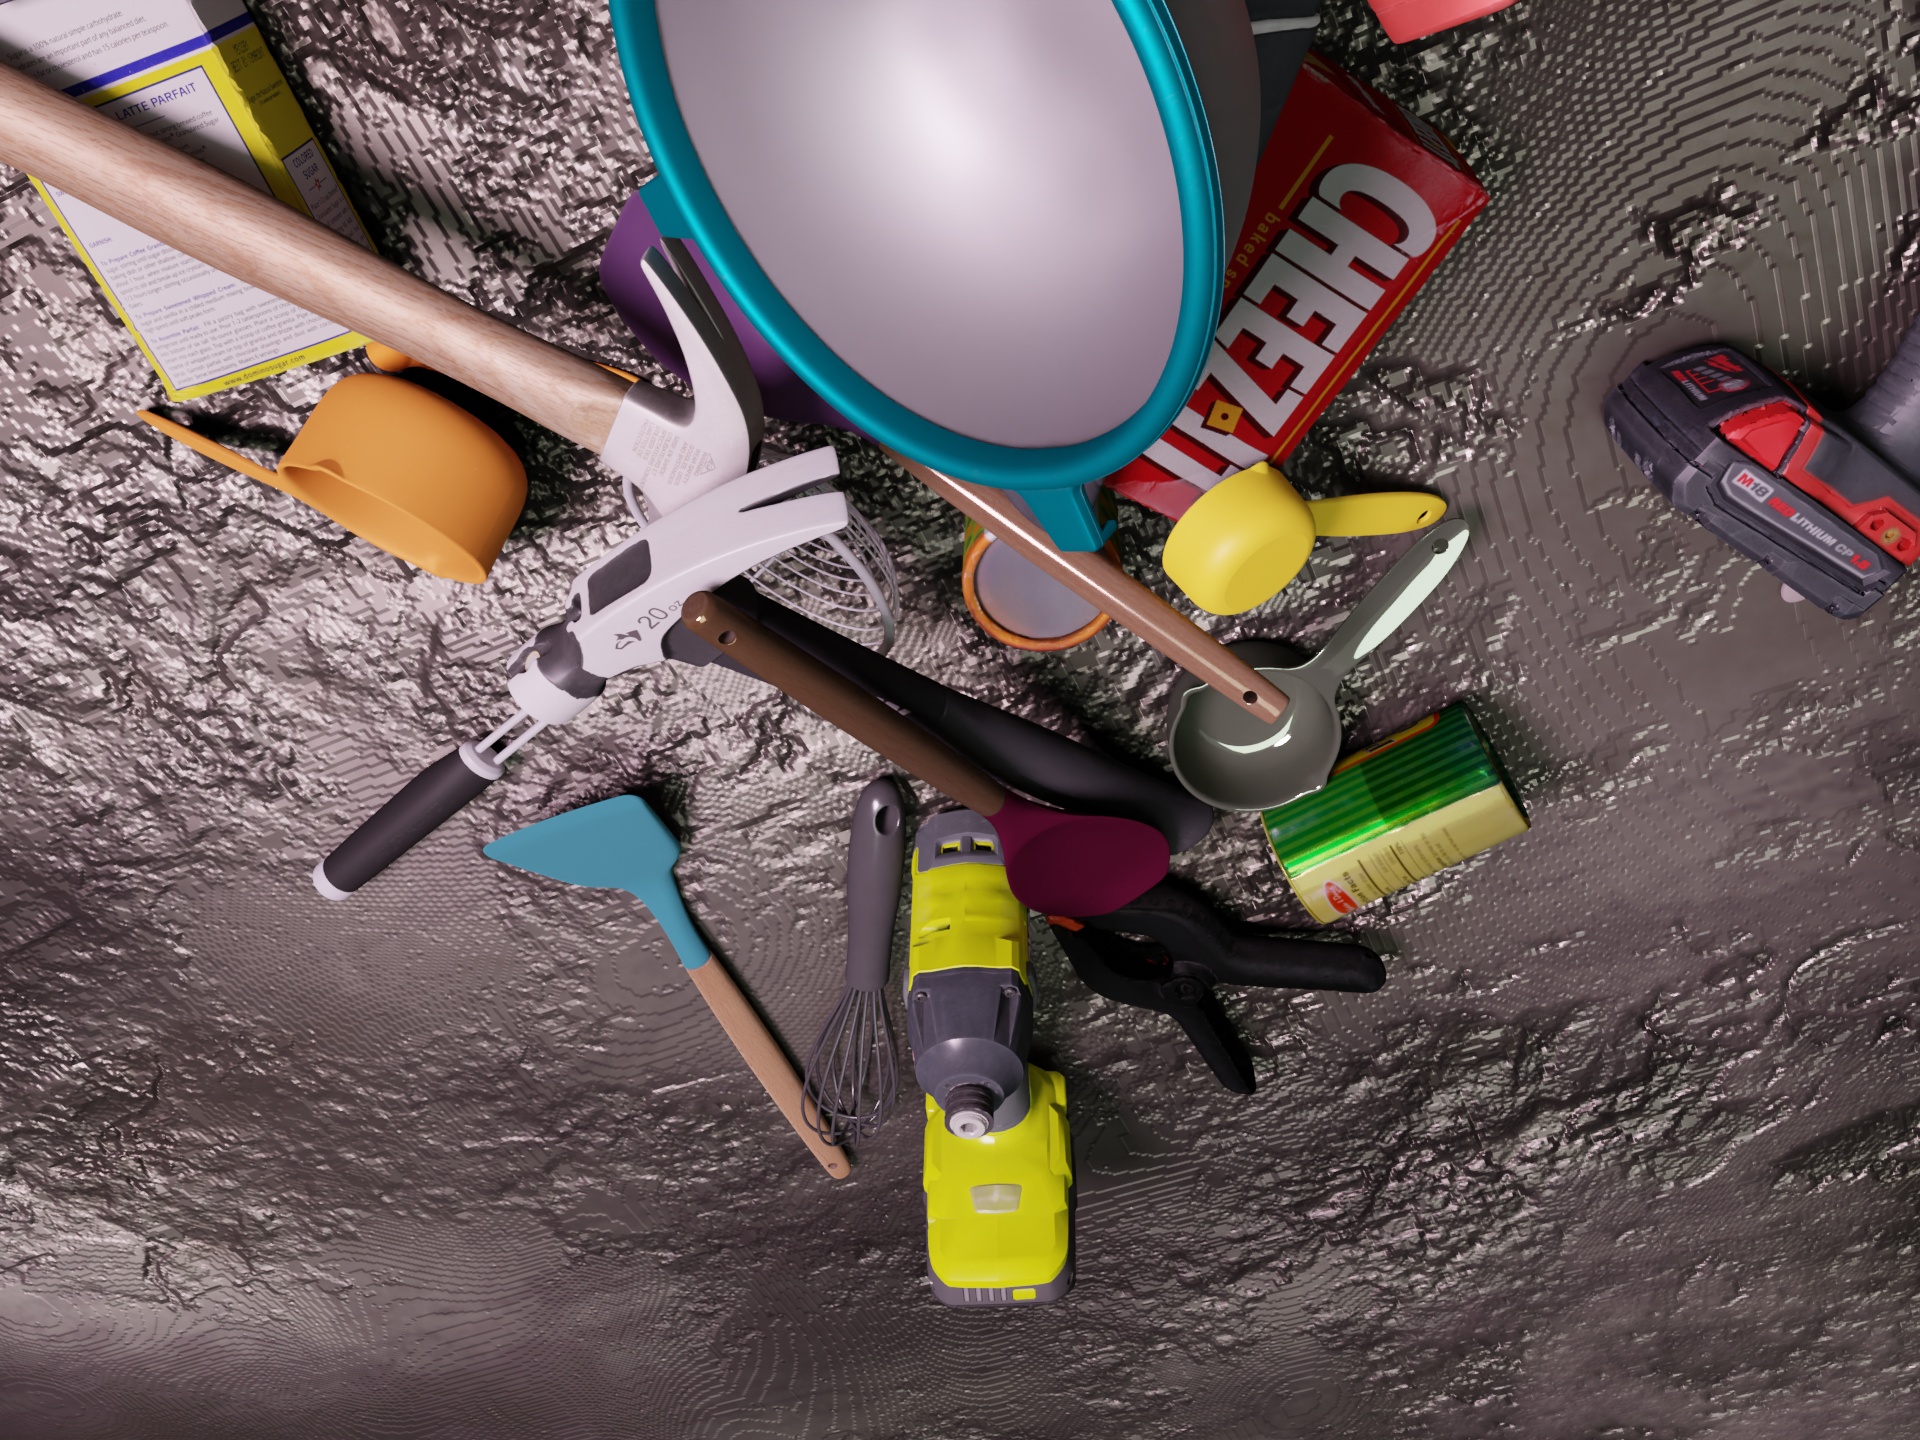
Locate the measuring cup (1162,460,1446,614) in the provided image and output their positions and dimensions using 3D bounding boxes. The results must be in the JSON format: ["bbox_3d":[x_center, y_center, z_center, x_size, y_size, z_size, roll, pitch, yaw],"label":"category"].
[{"bbox_3d":[0.146,-0.071,0.624,0.156,0.029,0.062,-9,142,-35],"label":"measuring cup"}]

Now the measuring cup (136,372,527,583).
[{"bbox_3d":[-0.254,-0.113,0.640,0.174,0.052,0.095,23,166,16],"label":"measuring cup"}]

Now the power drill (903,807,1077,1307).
[{"bbox_3d":[0.012,0.178,0.771,0.080,0.171,0.223,-4,129,4],"label":"power drill"}]

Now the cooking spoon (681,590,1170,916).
[{"bbox_3d":[-0.001,0.022,0.636,0.068,0.017,0.318,-36,142,16],"label":"cooking spoon"}]

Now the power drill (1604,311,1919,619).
[{"bbox_3d":[0.343,-0.168,0.571,0.187,0.080,0.226,28,119,-18],"label":"power drill"}]

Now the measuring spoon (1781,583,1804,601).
[{"bbox_3d":[0.393,-0.091,0.659,0.034,0.018,0.124,28,122,-18],"label":"measuring spoon"}]

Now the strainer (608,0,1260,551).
[{"bbox_3d":[0.018,-0.208,0.389,0.211,0.095,0.340,40,150,13],"label":"strainer"}]

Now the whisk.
[{"bbox_3d":[-0.051,0.130,0.814,0.055,0.055,0.238,5,121,-2],"label":"whisk"}]

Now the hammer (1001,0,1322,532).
[{"bbox_3d":[0.104,-0.222,0.467,0.149,0.036,0.408,18,127,-10],"label":"hammer"}]

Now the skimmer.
[{"bbox_3d":[-0.179,0.003,0.696,0.363,0.090,0.127,-35,118,23],"label":"skimmer"}]

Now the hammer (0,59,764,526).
[{"bbox_3d":[-0.221,-0.158,0.544,0.331,0.031,0.130,26,123,-9],"label":"hammer"}]

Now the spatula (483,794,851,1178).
[{"bbox_3d":[-0.128,0.150,0.830,0.082,0.044,0.317,-20,124,11],"label":"spatula"}]

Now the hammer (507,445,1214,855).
[{"bbox_3d":[-0.001,-0.002,0.647,0.146,0.035,0.334,-34,141,30],"label":"hammer"}]

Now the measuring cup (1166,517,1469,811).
[{"bbox_3d":[0.157,-0.031,0.699,0.083,0.038,0.167,33,114,-18],"label":"measuring cup"}]

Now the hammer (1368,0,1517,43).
[{"bbox_3d":[0.017,-0.310,0.398,0.359,0.037,0.149,43,132,4],"label":"hammer"}]

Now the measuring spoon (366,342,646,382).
[{"bbox_3d":[-0.182,-0.140,0.642,0.117,0.011,0.021,10,125,-6],"label":"measuring spoon"}]

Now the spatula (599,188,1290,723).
[{"bbox_3d":[-0.008,-0.094,0.609,0.316,0.018,0.059,35,121,2],"label":"spatula"}]
